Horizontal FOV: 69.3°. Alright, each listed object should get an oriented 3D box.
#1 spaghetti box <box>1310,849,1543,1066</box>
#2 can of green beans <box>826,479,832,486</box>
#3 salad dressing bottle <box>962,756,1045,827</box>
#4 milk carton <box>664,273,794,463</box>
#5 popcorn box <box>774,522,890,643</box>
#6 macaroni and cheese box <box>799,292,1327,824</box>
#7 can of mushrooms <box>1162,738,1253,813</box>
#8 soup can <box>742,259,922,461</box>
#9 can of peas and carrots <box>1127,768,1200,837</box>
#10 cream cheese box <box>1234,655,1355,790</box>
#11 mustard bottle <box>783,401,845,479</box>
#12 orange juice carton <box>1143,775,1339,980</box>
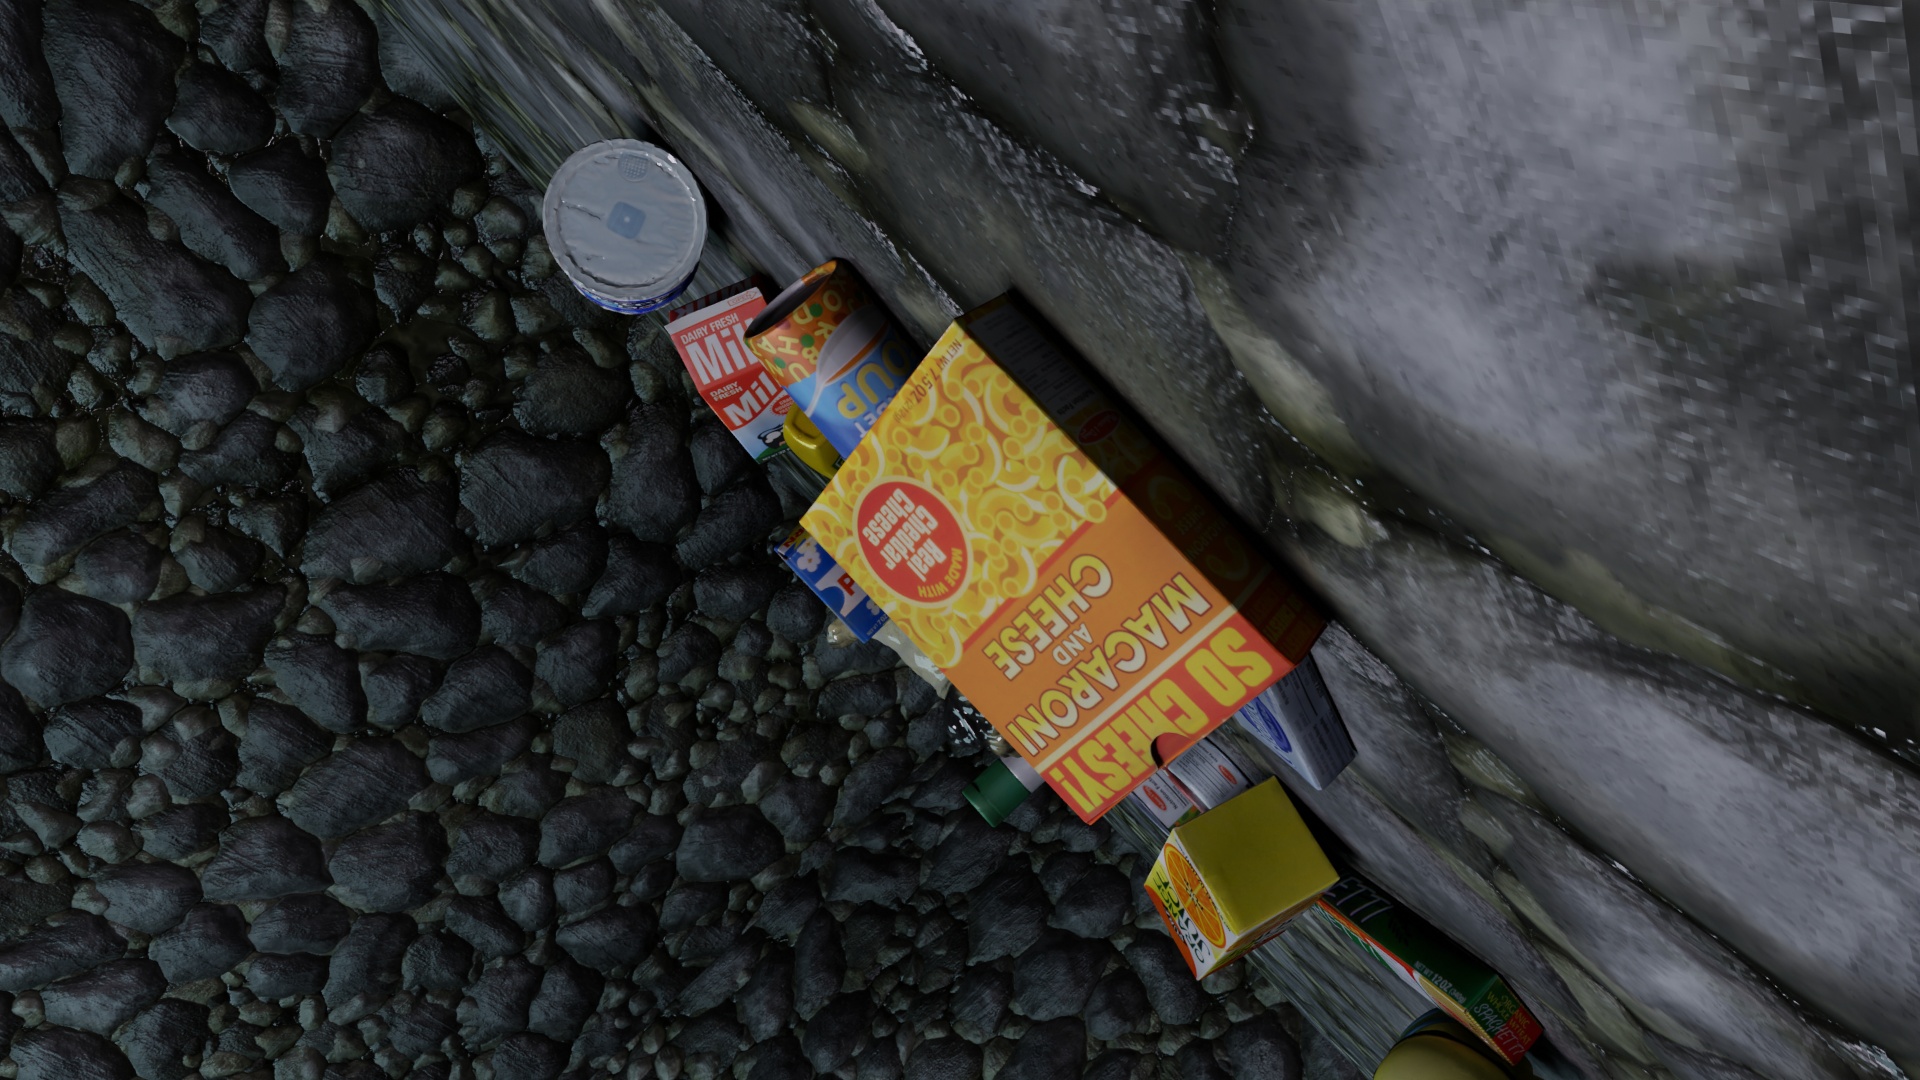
[{"bbox_3d":[0.249,0.231,0.844,0.050,0.029,0.250,49,174,-19],"label":"spaghetti box"},{"bbox_3d":[-0.073,-0.043,1.193,0.071,0.058,0.071,46,174,7],"label":"can of green beans"},{"bbox_3d":[0.067,0.151,1.037,0.044,0.148,0.064,50,173,-27],"label":"salad dressing bottle"},{"bbox_3d":[-0.156,-0.132,1.029,0.190,0.072,0.073,62,-175,-71],"label":"milk carton"},{"bbox_3d":[-0.052,-0.005,0.950,0.085,0.127,0.038,50,169,-25],"label":"popcorn box"},{"bbox_3d":[0.032,0.011,0.519,0.166,0.040,0.123,46,130,6],"label":"macaroni and cheese box"},{"bbox_3d":[0.171,0.166,0.954,0.071,0.033,0.071,46,174,7],"label":"can of mushrooms"},{"bbox_3d":[-0.060,-0.093,0.718,0.083,0.071,0.071,50,173,-22],"label":"soup can"},{"bbox_3d":[0.154,0.177,1.027,0.071,0.059,0.071,47,175,6],"label":"can of peas and carrots"},{"bbox_3d":[0.130,0.062,0.586,0.053,0.024,0.103,42,173,42],"label":"cream cheese box"},{"bbox_3d":[-0.086,-0.074,1.072,0.049,0.065,0.160,36,177,18],"label":"mustard bottle"},{"bbox_3d":[0.171,0.223,0.886,0.072,0.073,0.191,60,167,24],"label":"orange juice carton"}]
